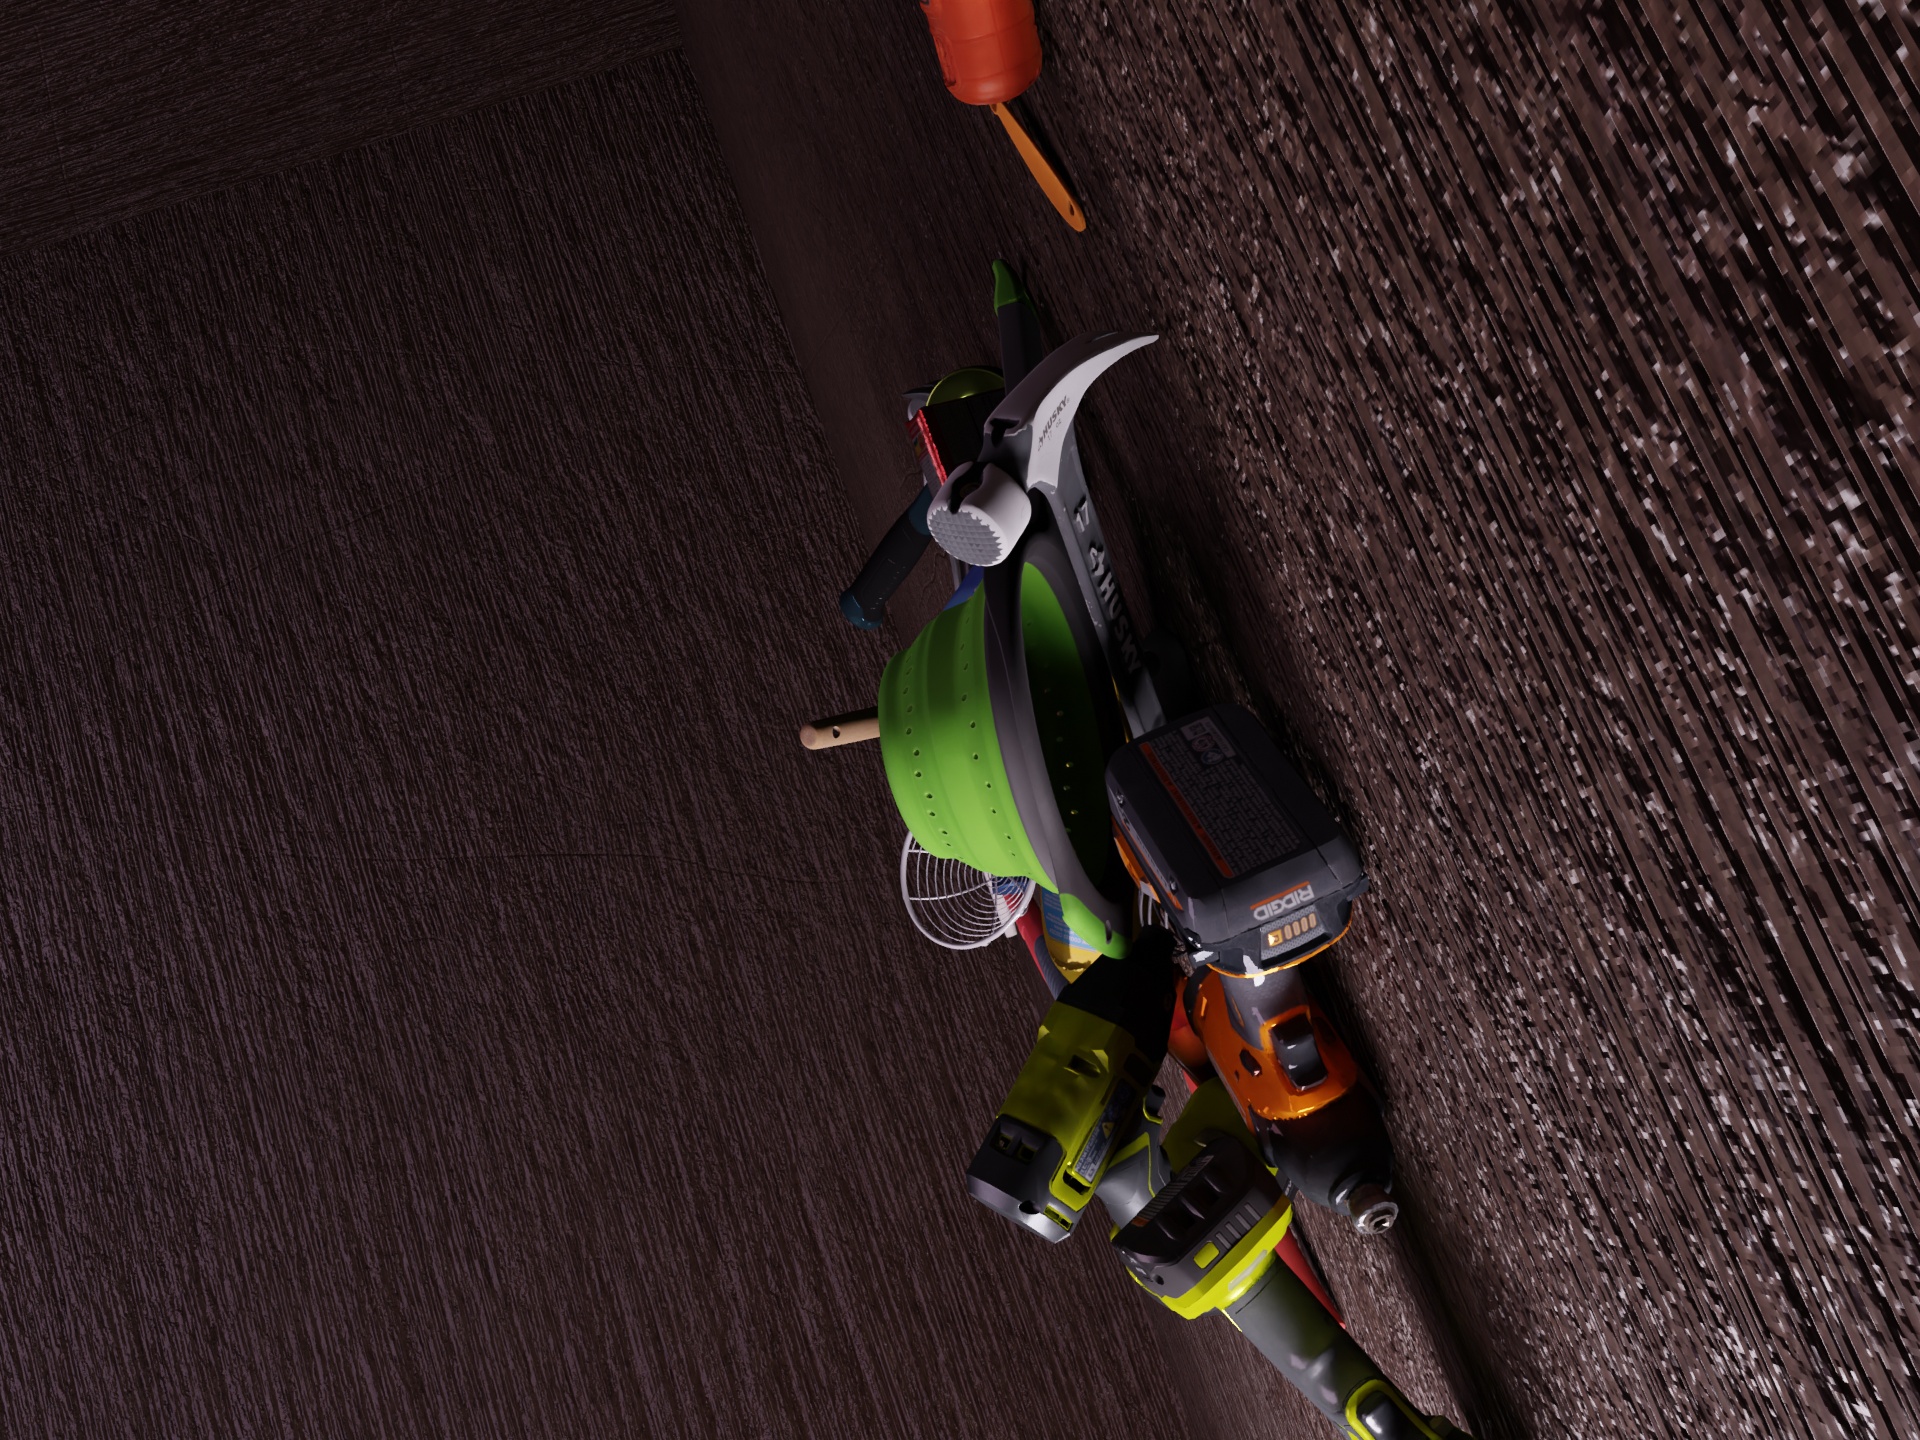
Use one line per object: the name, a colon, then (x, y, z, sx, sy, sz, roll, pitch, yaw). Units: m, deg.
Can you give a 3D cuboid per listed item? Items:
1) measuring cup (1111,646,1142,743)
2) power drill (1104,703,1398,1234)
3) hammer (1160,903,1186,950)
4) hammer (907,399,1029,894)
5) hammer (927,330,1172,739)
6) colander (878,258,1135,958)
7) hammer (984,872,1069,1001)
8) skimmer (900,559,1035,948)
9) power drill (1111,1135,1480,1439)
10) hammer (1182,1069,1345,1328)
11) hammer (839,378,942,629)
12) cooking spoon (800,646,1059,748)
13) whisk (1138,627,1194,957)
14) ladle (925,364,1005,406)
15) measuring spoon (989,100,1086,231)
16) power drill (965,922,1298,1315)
measuring cup: (0.116, 0.026, 0.935, 0.062, 0.029, 0.156, -113, 6, -58)
power drill: (0.144, 0.122, 0.728, 0.164, 0.084, 0.226, -117, 5, -51)
hammer: (0.113, 0.061, 1.121, 0.332, 0.031, 0.130, -118, 9, -59)
hammer: (0.009, -0.058, 1.306, 0.144, 0.035, 0.406, 76, -176, -74)
hammer: (0.092, -0.003, 0.775, 0.036, 0.149, 0.408, 11, 145, 32)
colander: (0.012, -0.066, 0.845, 0.204, 0.094, 0.397, 42, -141, -61)
hammer: (0.072, 0.195, 1.276, 0.387, 0.038, 0.143, -120, 11, -66)
skimmer: (-0.002, -0.004, 1.125, 0.127, 0.090, 0.363, 26, 134, 39)
power drill: (0.179, 0.306, 0.738, 0.228, 0.080, 0.190, 46, 170, 13)
hammer: (0.181, 0.270, 1.148, 0.149, 0.036, 0.359, 76, 173, -50)
hammer: (-0.032, -0.145, 1.200, 0.128, 0.033, 0.331, 60, 153, 7)
cooking spoon: (0.012, -0.012, 0.928, 0.319, 0.017, 0.069, -13, -81, -55)
whisk: (0.121, 0.047, 0.899, 0.055, 0.055, 0.238, -115, 12, -53)
ladle: (0.046, -0.079, 0.955, 0.062, 0.078, 0.320, 11, -126, -42)
measuring spoon: (0.038, -0.276, 0.768, 0.021, 0.011, 0.117, 79, 167, -59)
power drill: (0.110, 0.228, 0.890, 0.080, 0.171, 0.223, 14, 156, 43)
